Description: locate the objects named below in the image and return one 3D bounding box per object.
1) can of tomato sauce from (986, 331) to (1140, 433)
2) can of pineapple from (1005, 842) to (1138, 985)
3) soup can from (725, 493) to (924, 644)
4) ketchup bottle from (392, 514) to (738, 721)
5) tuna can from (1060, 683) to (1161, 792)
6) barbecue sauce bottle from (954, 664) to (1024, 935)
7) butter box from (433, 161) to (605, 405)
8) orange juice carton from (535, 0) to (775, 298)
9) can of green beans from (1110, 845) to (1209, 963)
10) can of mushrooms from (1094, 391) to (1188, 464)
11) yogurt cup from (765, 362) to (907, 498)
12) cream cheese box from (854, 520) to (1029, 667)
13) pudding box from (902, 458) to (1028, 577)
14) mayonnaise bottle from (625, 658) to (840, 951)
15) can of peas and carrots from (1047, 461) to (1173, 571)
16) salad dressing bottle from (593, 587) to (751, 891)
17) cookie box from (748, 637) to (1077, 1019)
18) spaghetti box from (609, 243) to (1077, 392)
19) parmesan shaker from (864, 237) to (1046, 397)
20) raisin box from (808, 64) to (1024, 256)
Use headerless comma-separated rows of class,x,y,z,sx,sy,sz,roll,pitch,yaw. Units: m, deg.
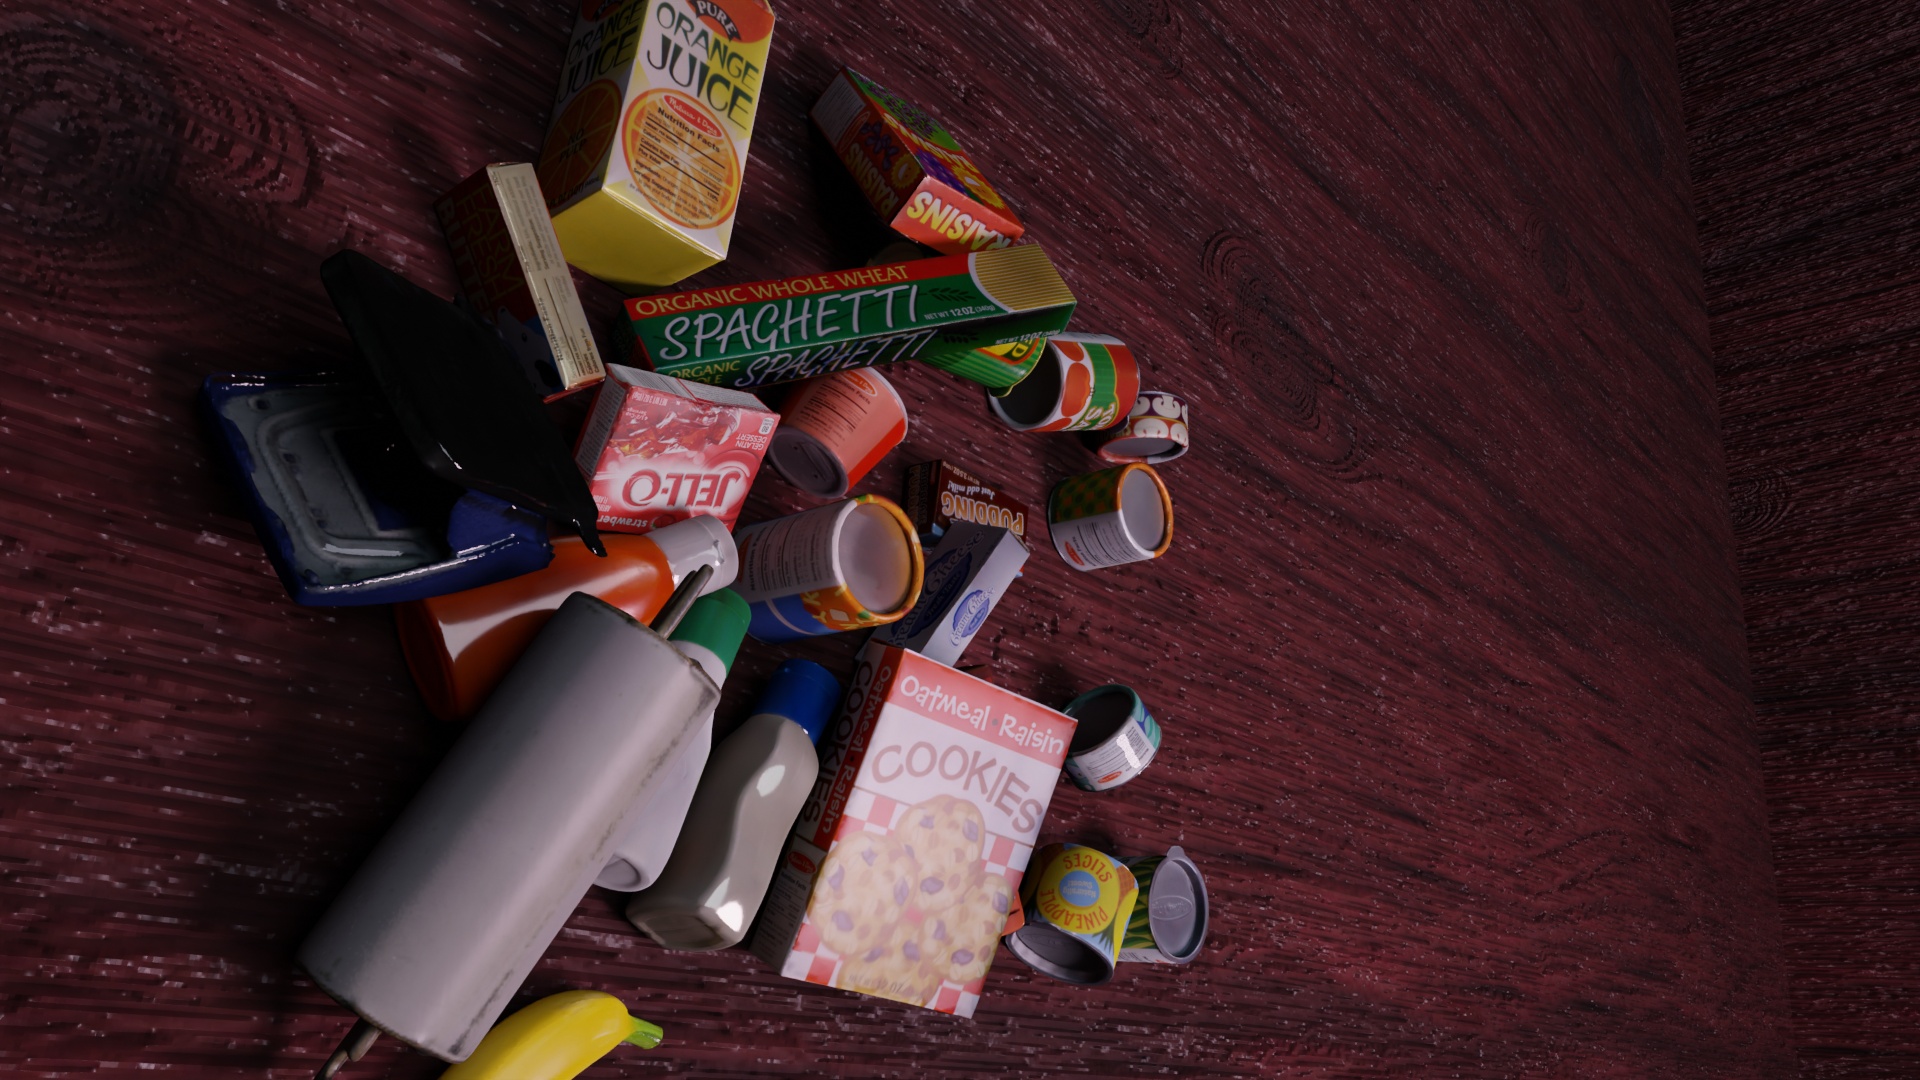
can of tomato sauce,0.068,-0.103,0.913,0.083,0.071,0.071,-6,85,-48
can of pineapple,0.067,0.220,0.822,0.071,0.071,0.058,50,46,-28
soup can,-0.068,0.016,0.712,0.071,0.083,0.071,16,68,-46
ketchup bottle,-0.167,0.025,0.613,0.149,0.043,0.064,-22,100,-41
tuna can,0.090,0.123,0.879,0.032,0.071,0.071,55,45,-22
barbecue sauce bottle,0.003,0.148,0.788,0.065,0.043,0.148,-11,89,-44
butter box,-0.198,-0.113,0.624,0.024,0.053,0.103,-24,98,-46
orange juice carton,-0.150,-0.226,0.694,0.073,0.071,0.193,27,60,-42
can of green beans,0.115,0.233,0.881,0.071,0.057,0.071,16,69,-46
can of mushrooms,0.124,-0.078,0.972,0.071,0.071,0.033,15,70,-46
yogurt cup,-0.070,-0.060,0.748,0.072,0.072,0.054,52,54,-26
cream cheese box,-0.010,0.037,0.773,0.024,0.053,0.104,47,69,-30
pudding box,0.003,-0.011,0.841,0.083,0.030,0.050,27,61,-41
mayonnaise bottle,-0.101,0.123,0.665,0.041,0.064,0.149,51,43,-26
can of peas and carrots,0.102,-0.018,0.935,0.071,0.058,0.071,16,69,-46
salad dressing bottle,-0.136,0.085,0.638,0.044,0.064,0.148,38,45,-24
cookie box,-0.021,0.148,0.717,0.123,0.040,0.167,26,80,-34
spaghetti box,-0.054,-0.116,0.729,0.251,0.028,0.050,-14,59,-29
parmesan shaker,-0.005,-0.133,0.838,0.103,0.071,0.071,14,70,-46
raisin box,-0.027,-0.215,0.810,0.086,0.040,0.124,18,31,-46
